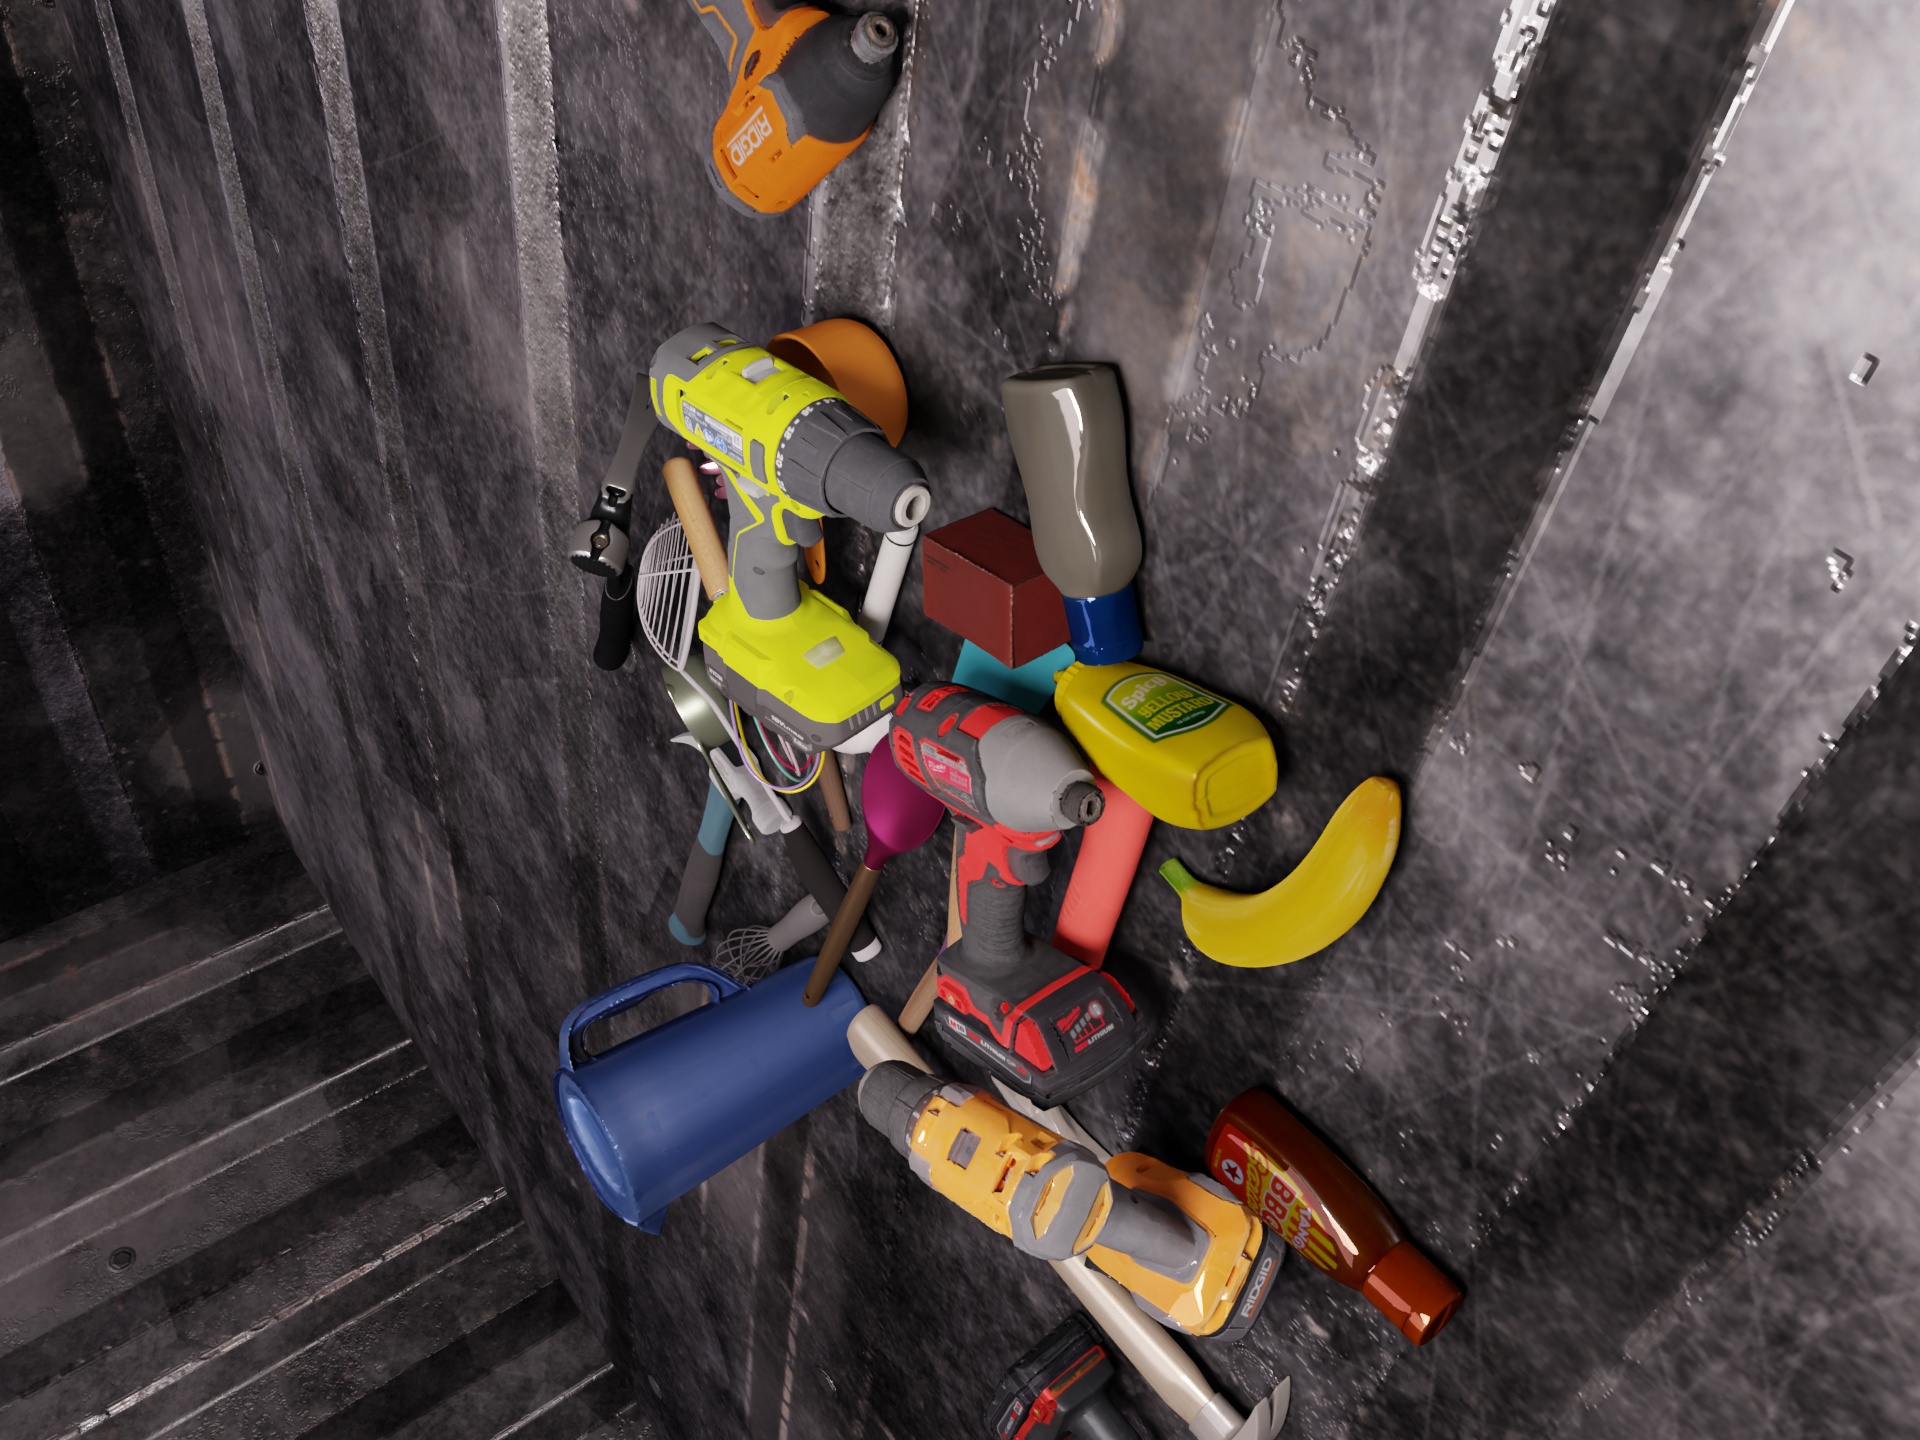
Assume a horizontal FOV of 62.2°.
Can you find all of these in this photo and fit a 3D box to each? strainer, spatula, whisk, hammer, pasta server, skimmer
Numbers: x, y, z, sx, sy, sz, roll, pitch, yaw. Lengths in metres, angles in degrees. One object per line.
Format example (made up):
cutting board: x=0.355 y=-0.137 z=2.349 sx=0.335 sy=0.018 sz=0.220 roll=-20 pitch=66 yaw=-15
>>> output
strainer: x=-0.064 y=-0.048 z=1.030 sx=0.087 sy=0.050 sz=0.258 roll=37 pitch=139 yaw=14
spatula: x=-0.016 y=0.187 z=1.144 sx=0.315 sy=0.018 sz=0.060 roll=117 pitch=140 yaw=-54
whisk: x=-0.147 y=-0.066 z=1.067 sx=0.047 sy=0.051 sz=0.245 roll=-29 pitch=78 yaw=36
hammer: x=0.076 y=0.146 z=0.957 sx=0.149 sy=0.036 sz=0.358 roll=46 pitch=146 yaw=28
hammer: x=-0.258 y=-0.118 z=1.206 sx=0.409 sy=0.036 sz=0.149 roll=132 pitch=153 yaw=-70
whisk: x=-0.151 y=0.178 z=1.329 sx=0.055 sy=0.055 sz=0.239 roll=61 pitch=145 yaw=7
hammer: x=0.059 y=0.346 z=1.112 sx=0.411 sy=0.038 sz=0.146 roll=44 pitch=142 yaw=27
pasta server: x=-0.128 y=-0.061 z=1.122 sx=0.060 sy=0.040 sz=0.316 roll=-145 pitch=38 yaw=-63
skimmer: x=-0.132 y=0.012 z=1.180 sx=0.363 sy=0.090 sz=0.127 roll=60 pitch=176 yaw=-13
hammer: x=-0.220 y=0.114 z=1.397 sx=0.128 sy=0.033 sz=0.330 roll=53 pitch=148 yaw=18
spatula: x=0.014 y=0.072 z=0.982 sx=0.082 sy=0.044 sz=0.317 roll=40 pitch=140 yaw=36

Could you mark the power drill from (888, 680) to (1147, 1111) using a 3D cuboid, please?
power drill: x=0.034 y=0.093 z=0.866 sx=0.143 sy=0.078 sz=0.219 roll=24 pitch=132 yaw=48

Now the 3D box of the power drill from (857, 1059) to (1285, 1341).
power drill: x=0.057 y=0.266 z=0.912 sx=0.226 sy=0.084 sz=0.185 roll=34 pitch=169 yaw=-36

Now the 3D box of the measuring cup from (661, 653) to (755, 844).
measuring cup: x=-0.179 y=0.019 z=1.224 sx=0.168 sy=0.038 sz=0.083 roll=60 pitch=177 yaw=25

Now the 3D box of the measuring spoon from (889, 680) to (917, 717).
measuring spoon: x=-0.002 y=-0.003 z=0.995 sx=0.124 sy=0.018 sz=0.034 roll=15 pitch=127 yaw=44

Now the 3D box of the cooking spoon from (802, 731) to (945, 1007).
cooking spoon: x=-0.069 y=0.117 z=1.144 sx=0.069 sy=0.017 sz=0.318 roll=44 pitch=136 yaw=18

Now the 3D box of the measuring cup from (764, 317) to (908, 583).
measuring cup: x=-0.071 y=-0.158 z=0.950 sx=0.095 sy=0.052 sz=0.173 roll=41 pitch=146 yaw=32

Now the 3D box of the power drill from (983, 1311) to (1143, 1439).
power drill: x=0.120 y=0.570 z=1.165 sx=0.227 sy=0.080 sz=0.187 roll=44 pitch=144 yaw=26

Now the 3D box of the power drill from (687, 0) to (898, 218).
power drill: x=-0.112 y=-0.392 z=0.815 sx=0.164 sy=0.084 sz=0.226 roll=-12 pitch=106 yaw=59

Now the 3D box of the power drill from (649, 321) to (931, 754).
power drill: x=-0.089 y=-0.095 z=0.908 sx=0.191 sy=0.080 sz=0.228 roll=35 pitch=143 yaw=31
